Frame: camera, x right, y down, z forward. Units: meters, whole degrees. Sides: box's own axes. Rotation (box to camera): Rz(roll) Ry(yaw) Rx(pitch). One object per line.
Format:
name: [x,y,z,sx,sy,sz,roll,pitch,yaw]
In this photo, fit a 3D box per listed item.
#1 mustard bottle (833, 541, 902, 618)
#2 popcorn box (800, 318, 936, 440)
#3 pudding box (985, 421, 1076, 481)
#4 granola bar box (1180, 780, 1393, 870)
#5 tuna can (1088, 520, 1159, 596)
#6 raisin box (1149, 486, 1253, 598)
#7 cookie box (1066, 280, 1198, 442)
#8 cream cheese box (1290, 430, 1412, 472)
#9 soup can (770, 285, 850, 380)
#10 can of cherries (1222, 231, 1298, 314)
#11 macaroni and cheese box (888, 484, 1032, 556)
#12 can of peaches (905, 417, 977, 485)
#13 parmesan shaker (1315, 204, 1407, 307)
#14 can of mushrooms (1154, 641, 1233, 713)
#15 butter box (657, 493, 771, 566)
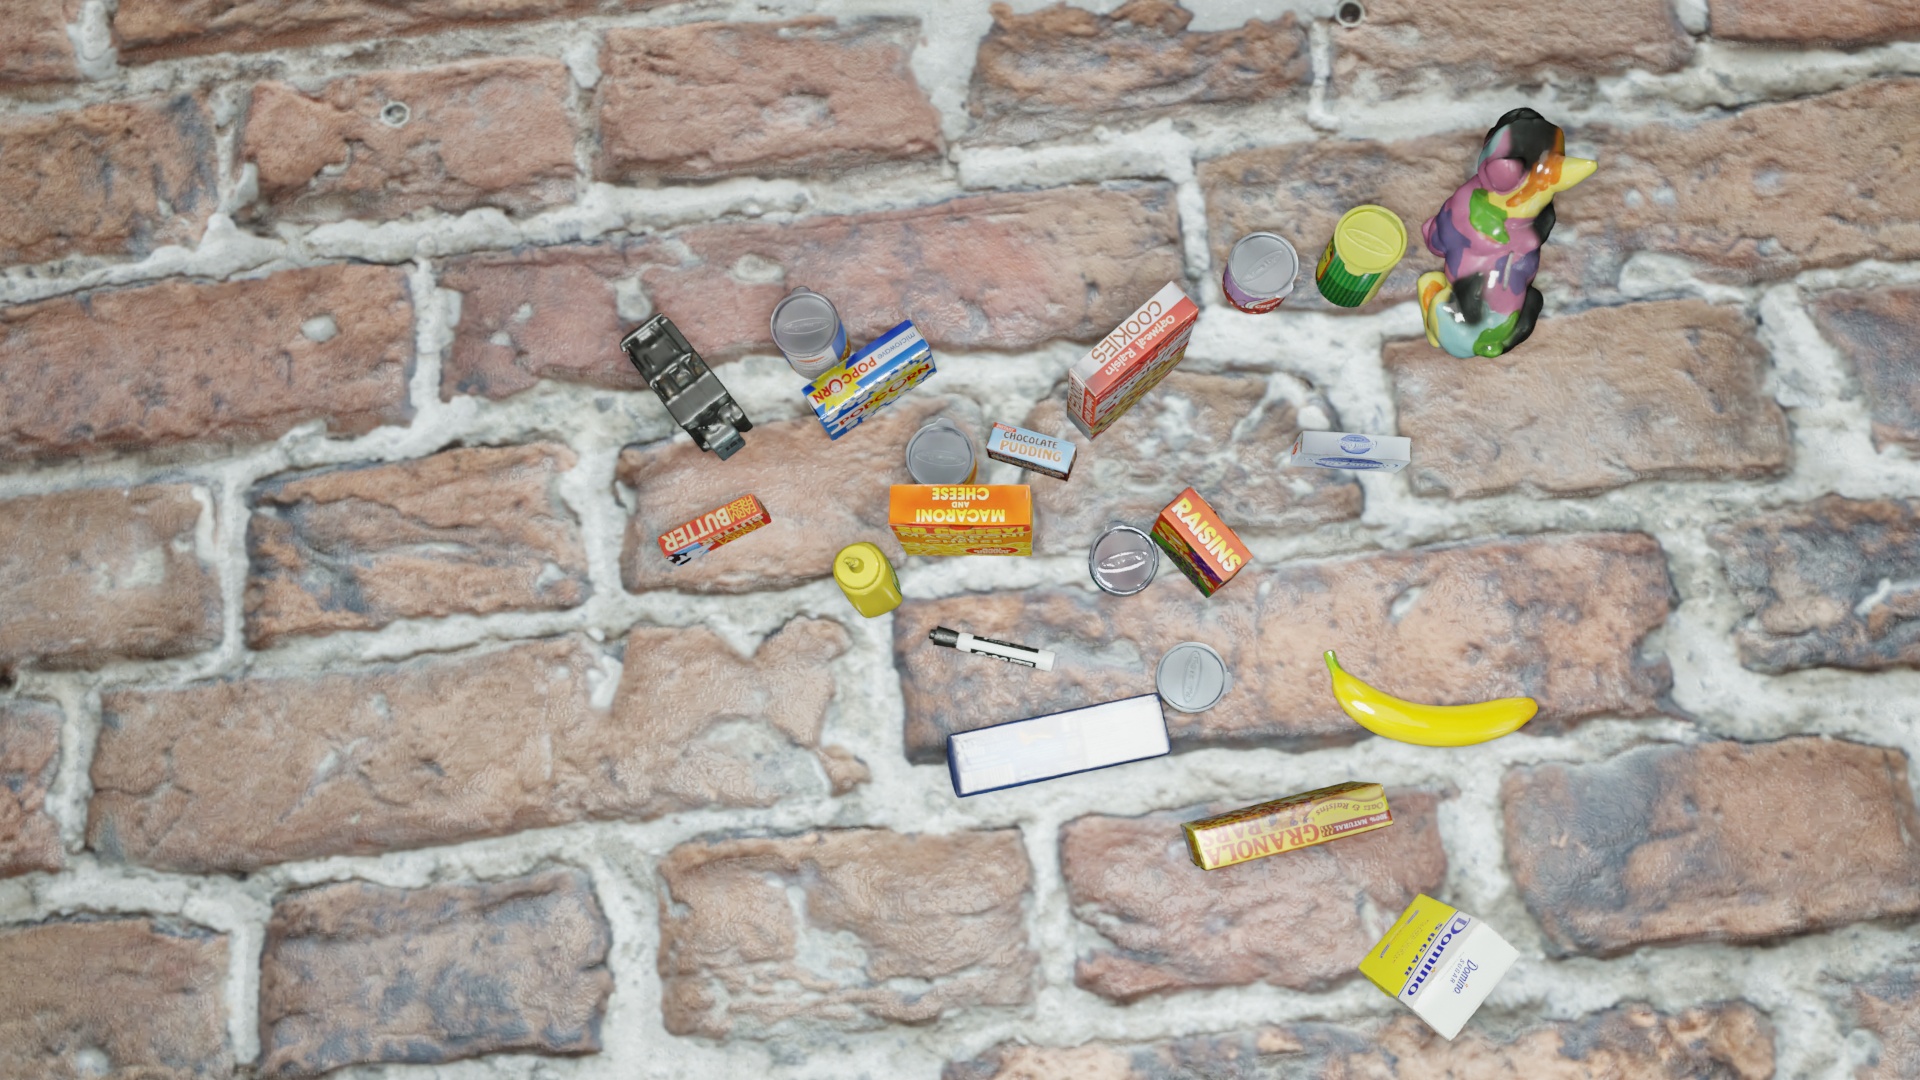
mustard bottle: [-0.087,0.032,1.270,0.049,0.160,0.065,-25,80,-1]
popcorn box: [-0.086,-0.154,1.341,0.127,0.085,0.038,-34,80,-3]
pudding box: [0.069,-0.086,1.338,0.084,0.049,0.030,17,82,6]
granola bar box: [0.284,0.252,1.228,0.166,0.124,0.039,-14,80,1]
tuna can: [0.154,0.018,1.323,0.071,0.033,0.071,-1,80,3]
raisin box: [0.220,0.004,1.276,0.040,0.123,0.086,-40,81,-3]
cookie box: [0.157,-0.161,1.286,0.123,0.167,0.040,-41,81,-4]
cream cheese box: [0.370,-0.084,1.318,0.104,0.053,0.024,4,81,4]
soup can: [-0.145,-0.201,1.353,0.071,0.083,0.071,-1,80,3]
can of cherries: [0.291,-0.257,1.350,0.071,0.058,0.071,-1,80,3]
macaroni and cheese box: [0.005,-0.016,1.270,0.124,0.166,0.040,0,81,4]
can of peaches: [-0.017,-0.077,1.337,0.071,0.058,0.071,-1,80,3]
parmesan shaker: [0.378,-0.267,1.324,0.071,0.103,0.071,-1,81,3]
can of mushrooms: [0.218,0.130,1.299,0.071,0.033,0.071,-1,80,3]
butter box: [-0.237,-0.010,1.341,0.103,0.053,0.024,-25,80,-1]
